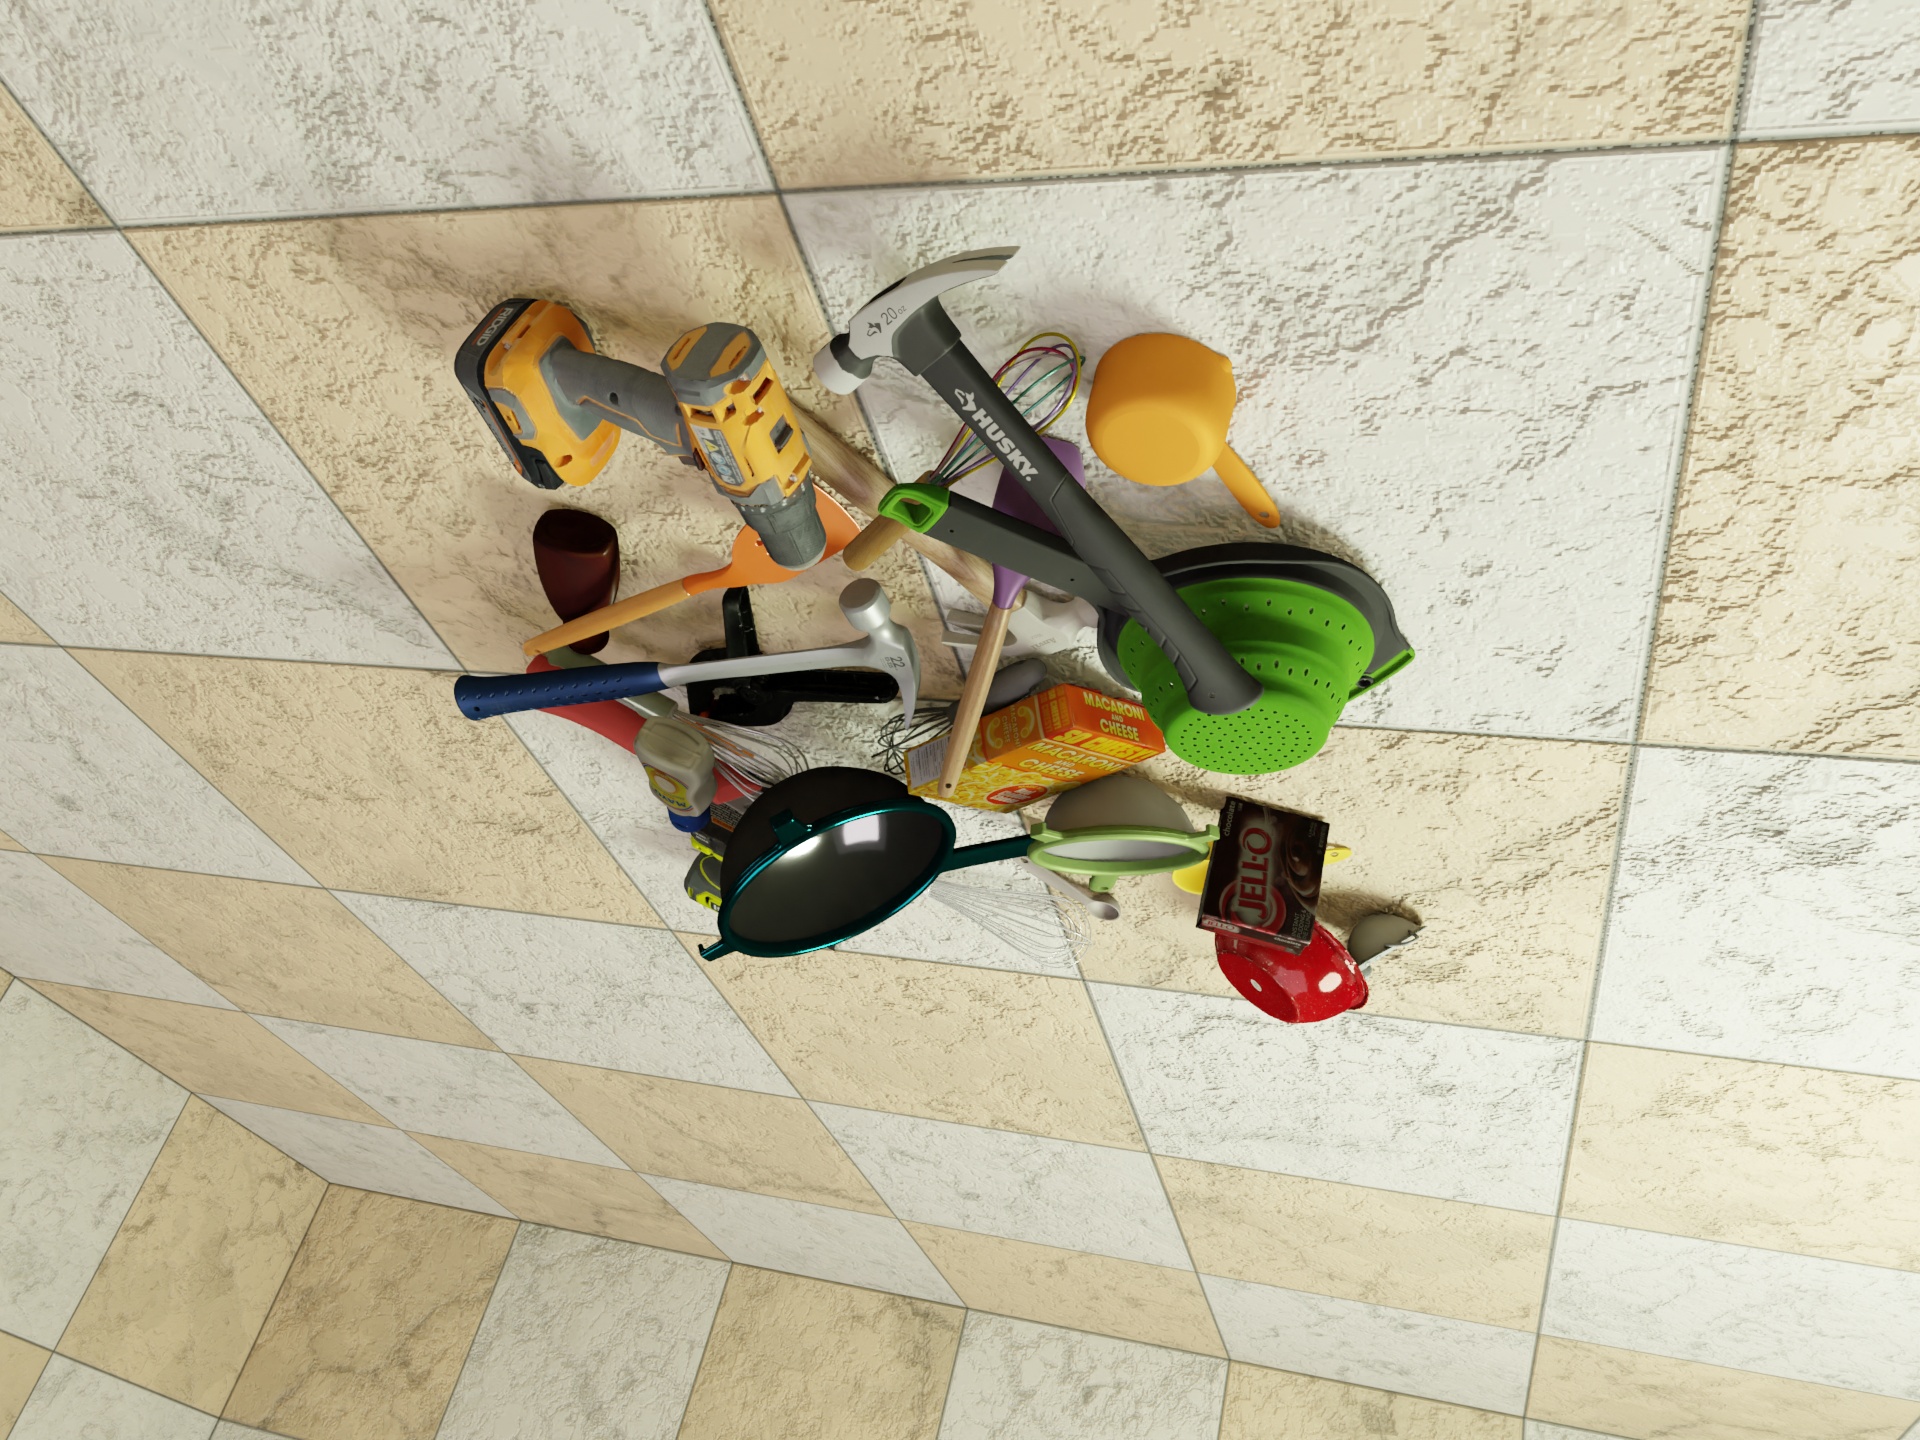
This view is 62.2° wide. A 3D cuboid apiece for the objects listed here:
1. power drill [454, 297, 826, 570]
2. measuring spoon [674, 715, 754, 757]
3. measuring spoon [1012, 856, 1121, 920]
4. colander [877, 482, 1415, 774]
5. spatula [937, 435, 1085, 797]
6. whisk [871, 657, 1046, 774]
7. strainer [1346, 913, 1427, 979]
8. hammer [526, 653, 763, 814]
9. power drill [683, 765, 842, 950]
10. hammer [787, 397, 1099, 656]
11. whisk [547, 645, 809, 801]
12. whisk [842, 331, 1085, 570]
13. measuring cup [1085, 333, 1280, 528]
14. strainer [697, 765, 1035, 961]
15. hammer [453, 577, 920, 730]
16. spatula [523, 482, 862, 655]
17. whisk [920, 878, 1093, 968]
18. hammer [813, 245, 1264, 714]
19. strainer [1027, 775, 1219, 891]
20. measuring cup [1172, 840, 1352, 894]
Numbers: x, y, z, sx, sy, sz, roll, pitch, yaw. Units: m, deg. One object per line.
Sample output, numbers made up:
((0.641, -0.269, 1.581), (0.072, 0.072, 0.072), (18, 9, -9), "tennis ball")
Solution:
((-0.195, -0.182, 1.035), (0.226, 0.084, 0.185), (15, 150, 26), "power drill")
((-0.230, 0.003, 1.380), (0.117, 0.011, 0.021), (28, 153, -9), "measuring spoon")
((0.101, 0.153, 1.513), (0.124, 0.018, 0.034), (32, 145, -11), "measuring spoon")
((0.123, -0.051, 1.054), (0.396, 0.095, 0.204), (19, 147, -23), "colander")
((0.026, -0.062, 1.123), (0.059, 0.018, 0.315), (11, 129, -8), "spatula")
((-0.003, -0.005, 1.268), (0.055, 0.055, 0.239), (30, 149, -20), "whisk")
((0.372, 0.229, 1.477), (0.087, 0.050, 0.258), (-26, 156, -14), "strainer")
((-0.223, 0.039, 1.420), (0.359, 0.149, 0.036), (32, 173, -4), "hammer")
((-0.190, 0.148, 1.558), (0.171, 0.080, 0.223), (26, 151, 9), "power drill")
((-0.045, -0.144, 1.108), (0.331, 0.031, 0.130), (36, 143, -27), "hammer")
((-0.238, 0.000, 1.343), (0.246, 0.059, 0.058), (29, 178, -4), "whisk")
((-0.003, -0.167, 1.020), (0.047, 0.051, 0.245), (48, 133, -6), "whisk")
((0.145, -0.158, 0.978), (0.095, 0.052, 0.173), (-16, 133, 40), "measuring cup")
((-0.066, 0.096, 1.361), (0.340, 0.095, 0.211), (-6, 143, -37), "strainer")
((-0.222, -0.033, 1.265), (0.405, 0.035, 0.143), (-5, 141, 21), "hammer")
((-0.221, -0.103, 1.209), (0.322, 0.041, 0.080), (-16, 143, 33), "spatula")
((-0.006, 0.171, 1.551), (0.284, 0.070, 0.070), (19, 148, 4), "whisk")
((0.069, -0.130, 0.948), (0.334, 0.035, 0.146), (47, 134, -14), "hammer")
((0.131, 0.097, 1.379), (0.151, 0.069, 0.256), (0, 164, 0), "strainer")
((0.260, 0.118, 1.382), (0.156, 0.029, 0.062), (-11, 139, 19), "measuring cup")
